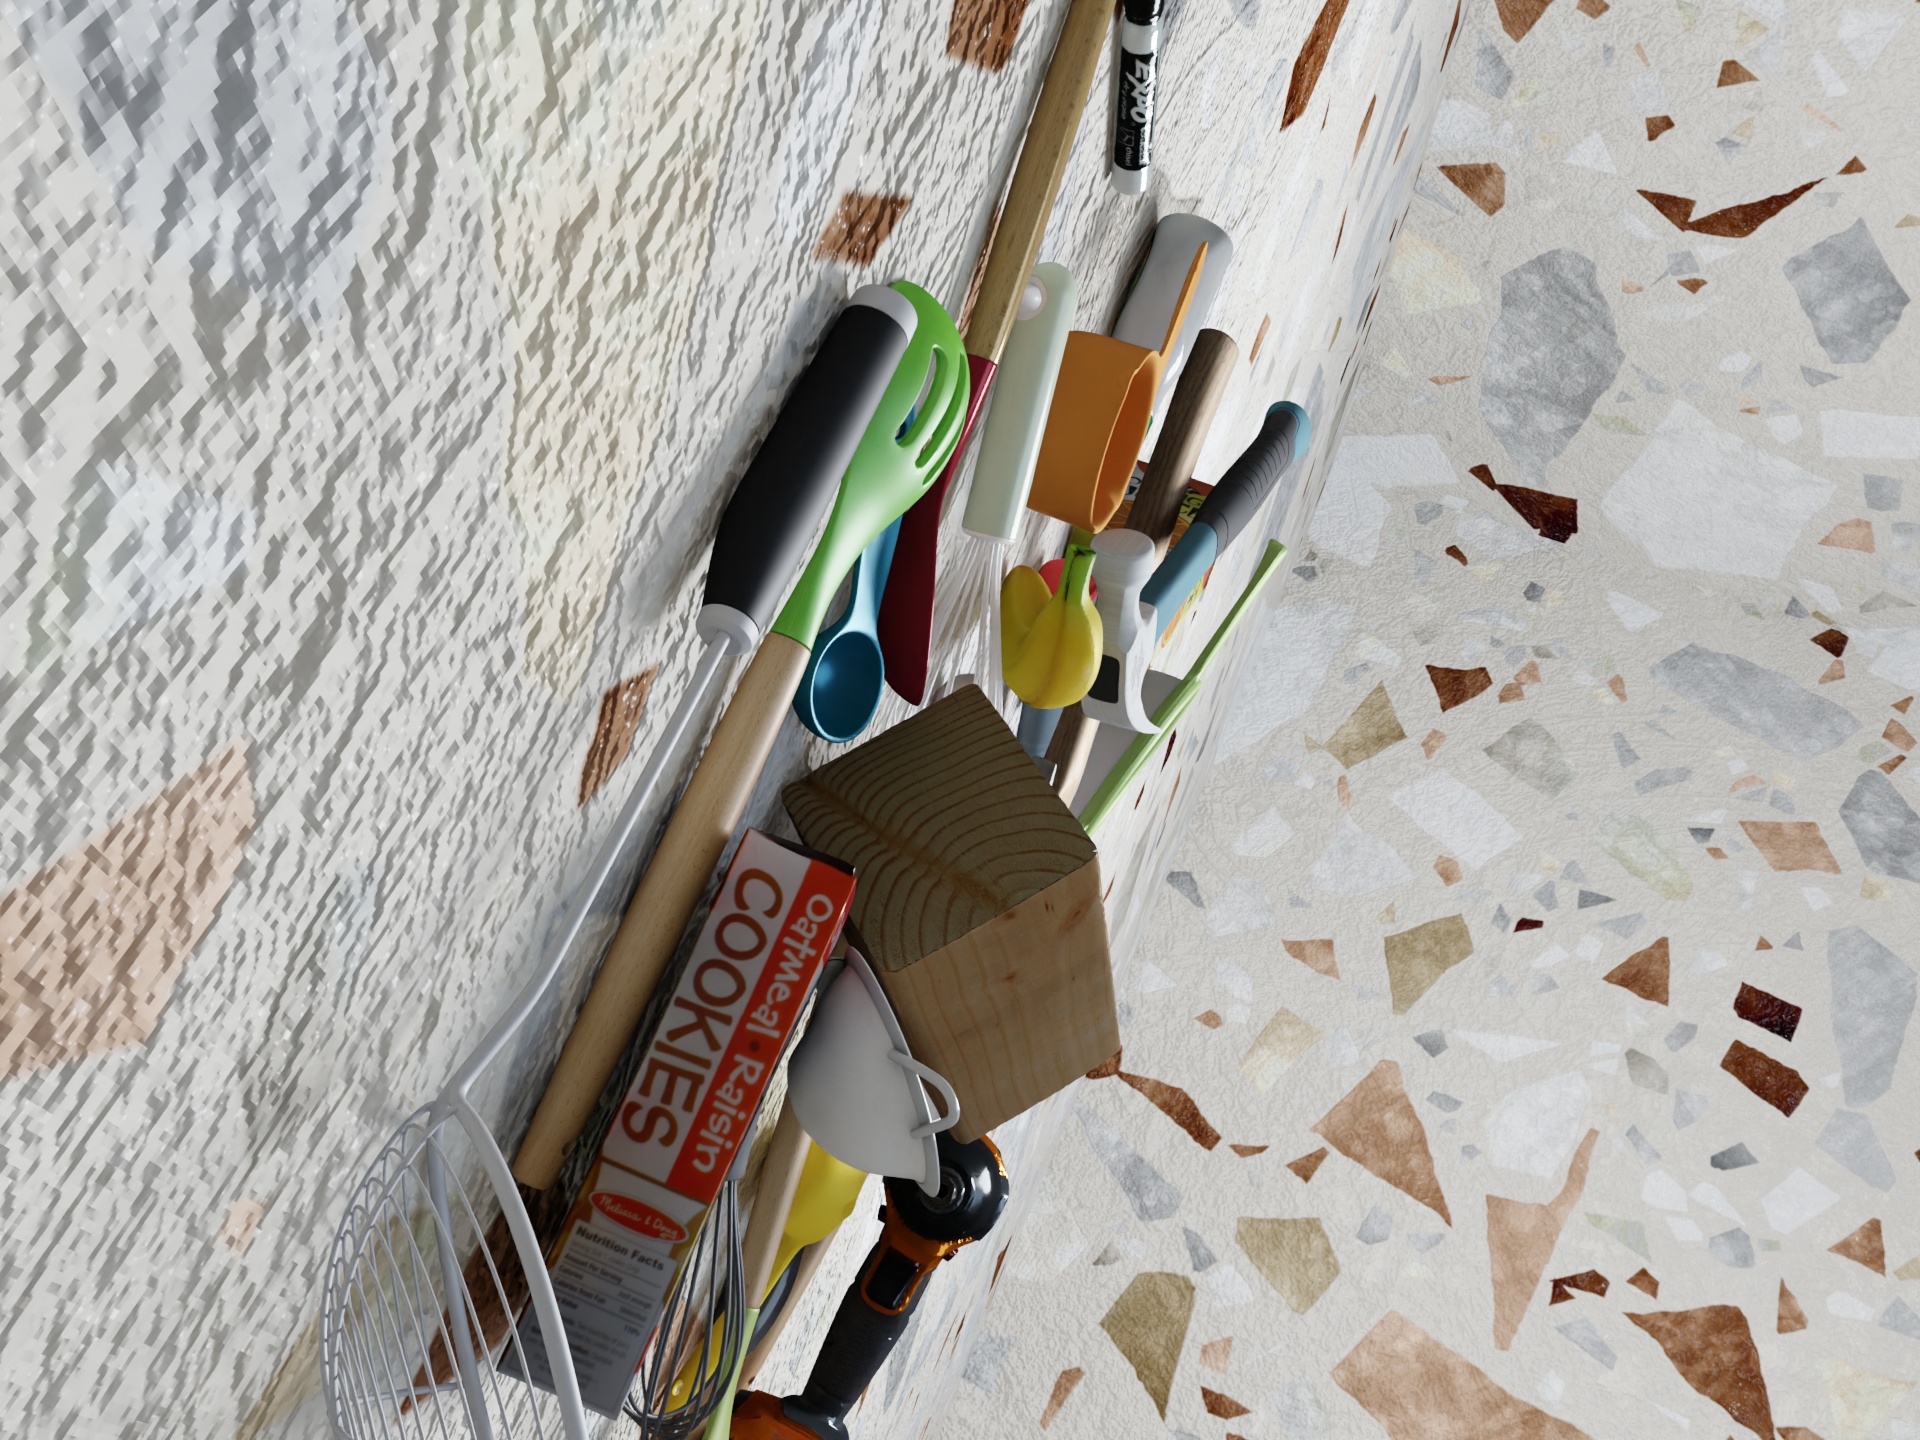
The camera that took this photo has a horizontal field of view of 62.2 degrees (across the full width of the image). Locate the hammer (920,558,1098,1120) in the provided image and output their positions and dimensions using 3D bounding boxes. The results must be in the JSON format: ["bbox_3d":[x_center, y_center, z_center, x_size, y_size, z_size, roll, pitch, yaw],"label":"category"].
[{"bbox_3d":[0.044,0.075,0.998,0.143,0.038,0.386,-26,136,-46],"label":"hammer"}]

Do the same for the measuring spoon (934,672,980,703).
[{"bbox_3d":[-0.001,-0.003,0.815,0.124,0.018,0.034,68,43,-82],"label":"measuring spoon"}]

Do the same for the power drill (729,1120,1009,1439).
[{"bbox_3d":[-0.048,0.306,0.799,0.226,0.084,0.164,-59,172,-12],"label":"power drill"}]

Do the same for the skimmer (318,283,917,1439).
[{"bbox_3d":[-0.064,0.041,0.428,0.127,0.090,0.363,-25,-142,60],"label":"skimmer"}]

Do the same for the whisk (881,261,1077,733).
[{"bbox_3d":[0.011,-0.071,0.679,0.059,0.058,0.246,3,105,-45],"label":"whisk"}]

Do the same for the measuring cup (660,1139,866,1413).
[{"bbox_3d":[-0.102,0.257,0.752,0.156,0.029,0.062,-54,-155,-10],"label":"measuring cup"}]

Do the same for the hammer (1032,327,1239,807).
[{"bbox_3d":[0.087,-0.063,0.870,0.331,0.031,0.130,-69,160,-9],"label":"hammer"}]

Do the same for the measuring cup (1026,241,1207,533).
[{"bbox_3d":[0.069,-0.171,0.756,0.095,0.052,0.174,86,25,-62],"label":"measuring cup"}]

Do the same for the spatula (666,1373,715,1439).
[{"bbox_3d":[-0.100,0.288,0.831,0.059,0.018,0.316,105,11,-52],"label":"spatula"}]

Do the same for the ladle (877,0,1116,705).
[{"bbox_3d":[0.016,-0.160,0.596,0.069,0.031,0.315,-150,-103,-79],"label":"ladle"}]

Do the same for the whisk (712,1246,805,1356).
[{"bbox_3d":[-0.050,0.202,0.831,0.285,0.070,0.070,-59,164,-24],"label":"whisk"}]

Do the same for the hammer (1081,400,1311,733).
[{"bbox_3d":[0.137,-0.103,0.874,0.331,0.033,0.128,-49,149,-49],"label":"hammer"}]

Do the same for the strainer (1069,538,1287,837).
[{"bbox_3d":[0.127,-0.028,1.101,0.256,0.069,0.151,-56,172,11],"label":"strainer"}]

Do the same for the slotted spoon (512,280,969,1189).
[{"bbox_3d":[-0.064,-0.001,0.507,0.314,0.031,0.070,-65,156,-11],"label":"slotted spoon"}]

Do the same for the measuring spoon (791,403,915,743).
[{"bbox_3d":[-0.038,-0.056,0.564,0.042,0.021,0.128,13,88,-57],"label":"measuring spoon"}]

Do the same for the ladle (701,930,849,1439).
[{"bbox_3d":[-0.101,0.231,0.714,0.078,0.062,0.320,79,26,-76],"label":"ladle"}]

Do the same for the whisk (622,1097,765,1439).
[{"bbox_3d":[-0.093,0.173,0.620,0.055,0.055,0.239,-7,113,-76],"label":"whisk"}]

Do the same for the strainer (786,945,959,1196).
[{"bbox_3d":[-0.042,0.118,0.596,0.258,0.050,0.087,-172,-114,-82],"label":"strainer"}]

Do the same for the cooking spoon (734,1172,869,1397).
[{"bbox_3d":[-0.049,0.233,0.902,0.319,0.017,0.068,-60,157,-18],"label":"cooking spoon"}]
